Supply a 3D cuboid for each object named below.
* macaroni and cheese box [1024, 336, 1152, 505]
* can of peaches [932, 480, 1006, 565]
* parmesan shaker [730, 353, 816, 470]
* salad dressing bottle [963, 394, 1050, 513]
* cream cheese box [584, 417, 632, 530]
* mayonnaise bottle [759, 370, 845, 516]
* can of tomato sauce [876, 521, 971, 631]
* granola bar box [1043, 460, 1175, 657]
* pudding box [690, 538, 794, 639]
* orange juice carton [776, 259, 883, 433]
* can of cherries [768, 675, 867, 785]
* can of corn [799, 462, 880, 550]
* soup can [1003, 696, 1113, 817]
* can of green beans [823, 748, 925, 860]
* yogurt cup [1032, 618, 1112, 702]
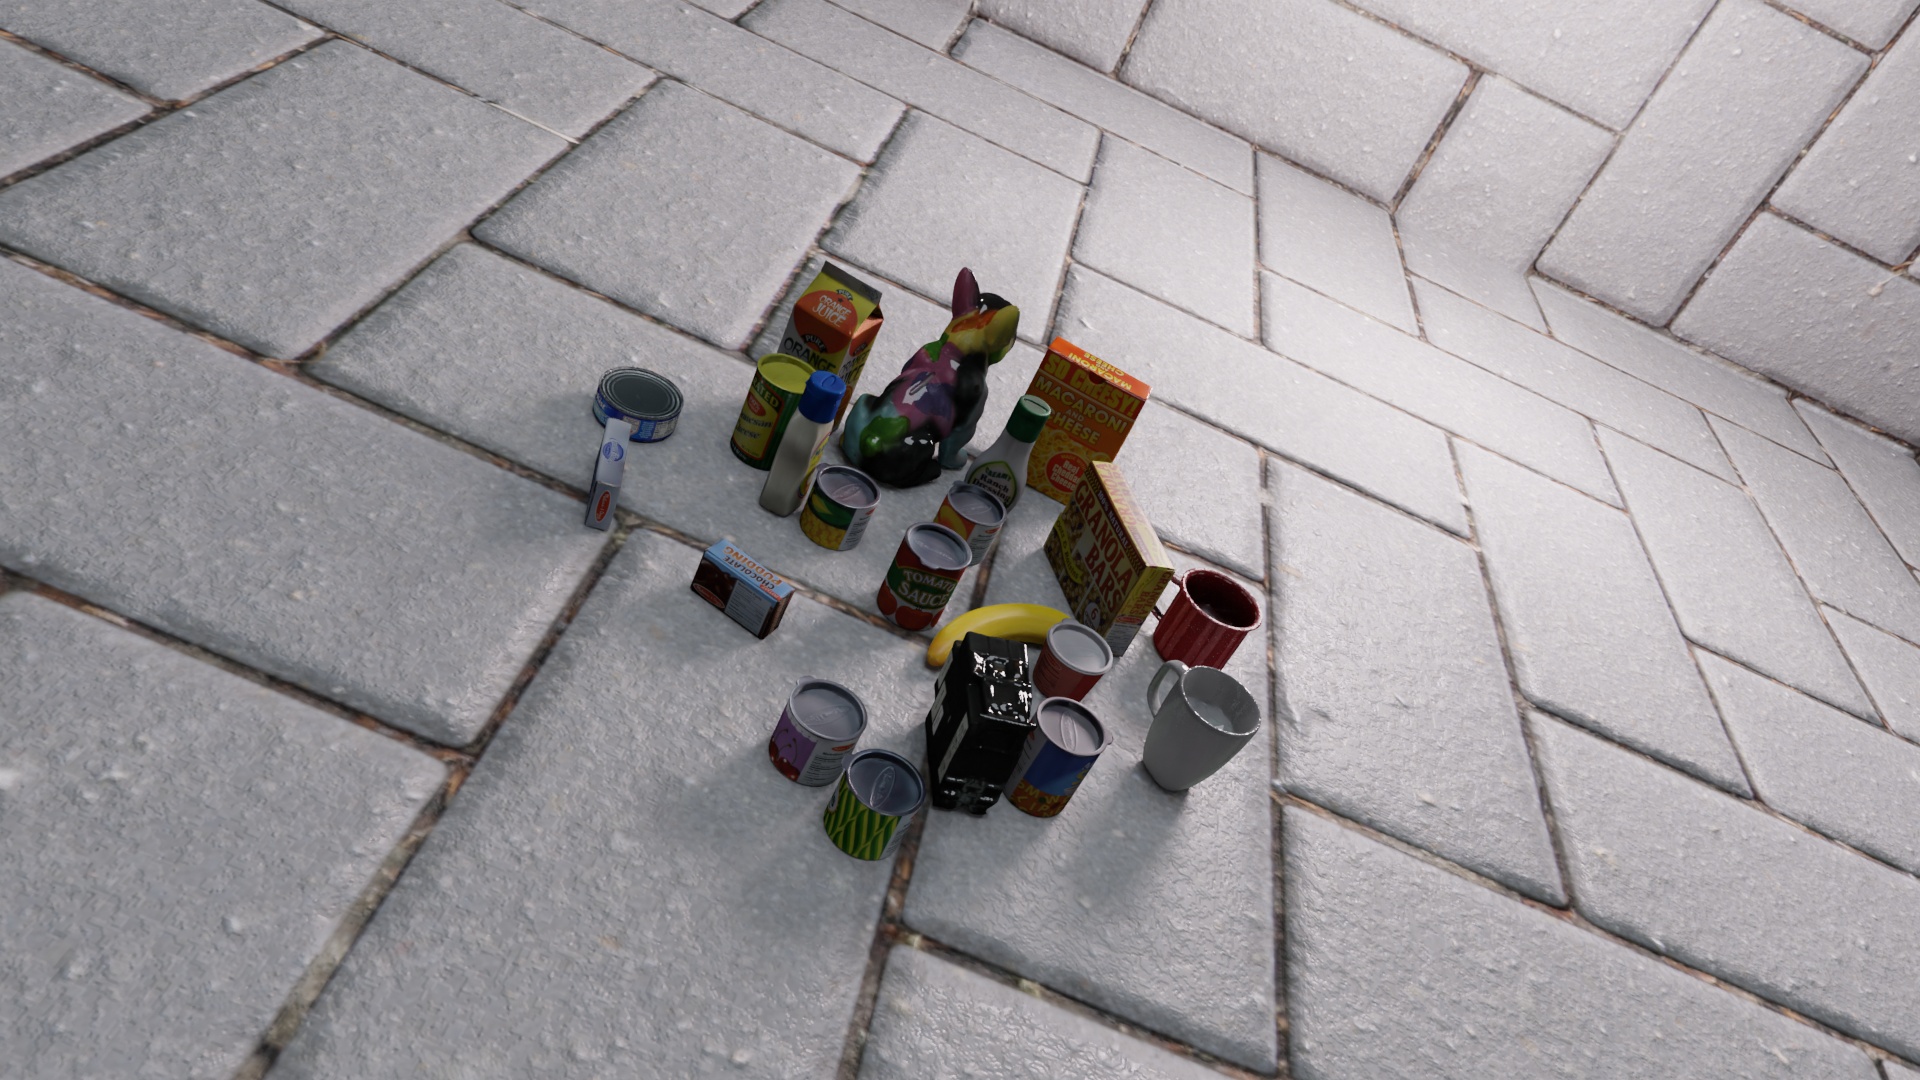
[{"bbox_3d":[0.123,-0.128,1.562,0.124,0.165,0.040,29,34,3],"label":"macaroni and cheese box"},{"bbox_3d":[0.005,-0.018,1.435,0.071,0.057,0.071,18,35,-13],"label":"can of peaches"},{"bbox_3d":[-0.188,-0.128,1.413,0.071,0.102,0.072,18,35,-13],"label":"parmesan shaker"},{"bbox_3d":[0.050,-0.087,1.476,0.064,0.146,0.044,28,34,1],"label":"salad dressing bottle"},{"bbox_3d":[-0.324,-0.062,1.278,0.024,0.053,0.104,15,36,-17],"label":"cream cheese box"},{"bbox_3d":[-0.152,-0.096,1.354,0.041,0.147,0.065,29,34,2],"label":"mayonnaise bottle"},{"bbox_3d":[-0.036,0.036,1.315,0.071,0.082,0.071,18,35,-13],"label":"can of tomato sauce"},{"bbox_3d":[0.149,0.017,1.425,0.039,0.123,0.166,7,39,-26],"label":"granola bar box"},{"bbox_3d":[-0.194,0.042,1.231,0.084,0.049,0.030,34,35,11],"label":"pudding box"},{"bbox_3d":[-0.143,-0.196,1.452,0.072,0.191,0.073,33,34,9],"label":"orange juice carton"},{"bbox_3d":[-0.117,0.154,1.127,0.071,0.058,0.072,18,35,-13],"label":"can of cherries"},{"bbox_3d":[-0.122,-0.034,1.372,0.071,0.058,0.071,18,35,-13],"label":"can of corn"},{"bbox_3d":[0.081,0.187,1.192,0.071,0.083,0.072,18,35,-13],"label":"soup can"},{"bbox_3d":[-0.068,0.207,1.090,0.071,0.057,0.071,18,35,-13],"label":"can of green beans"},{"bbox_3d":[0.104,0.119,1.323,0.072,0.053,0.073,18,35,-13],"label":"yogurt cup"}]
